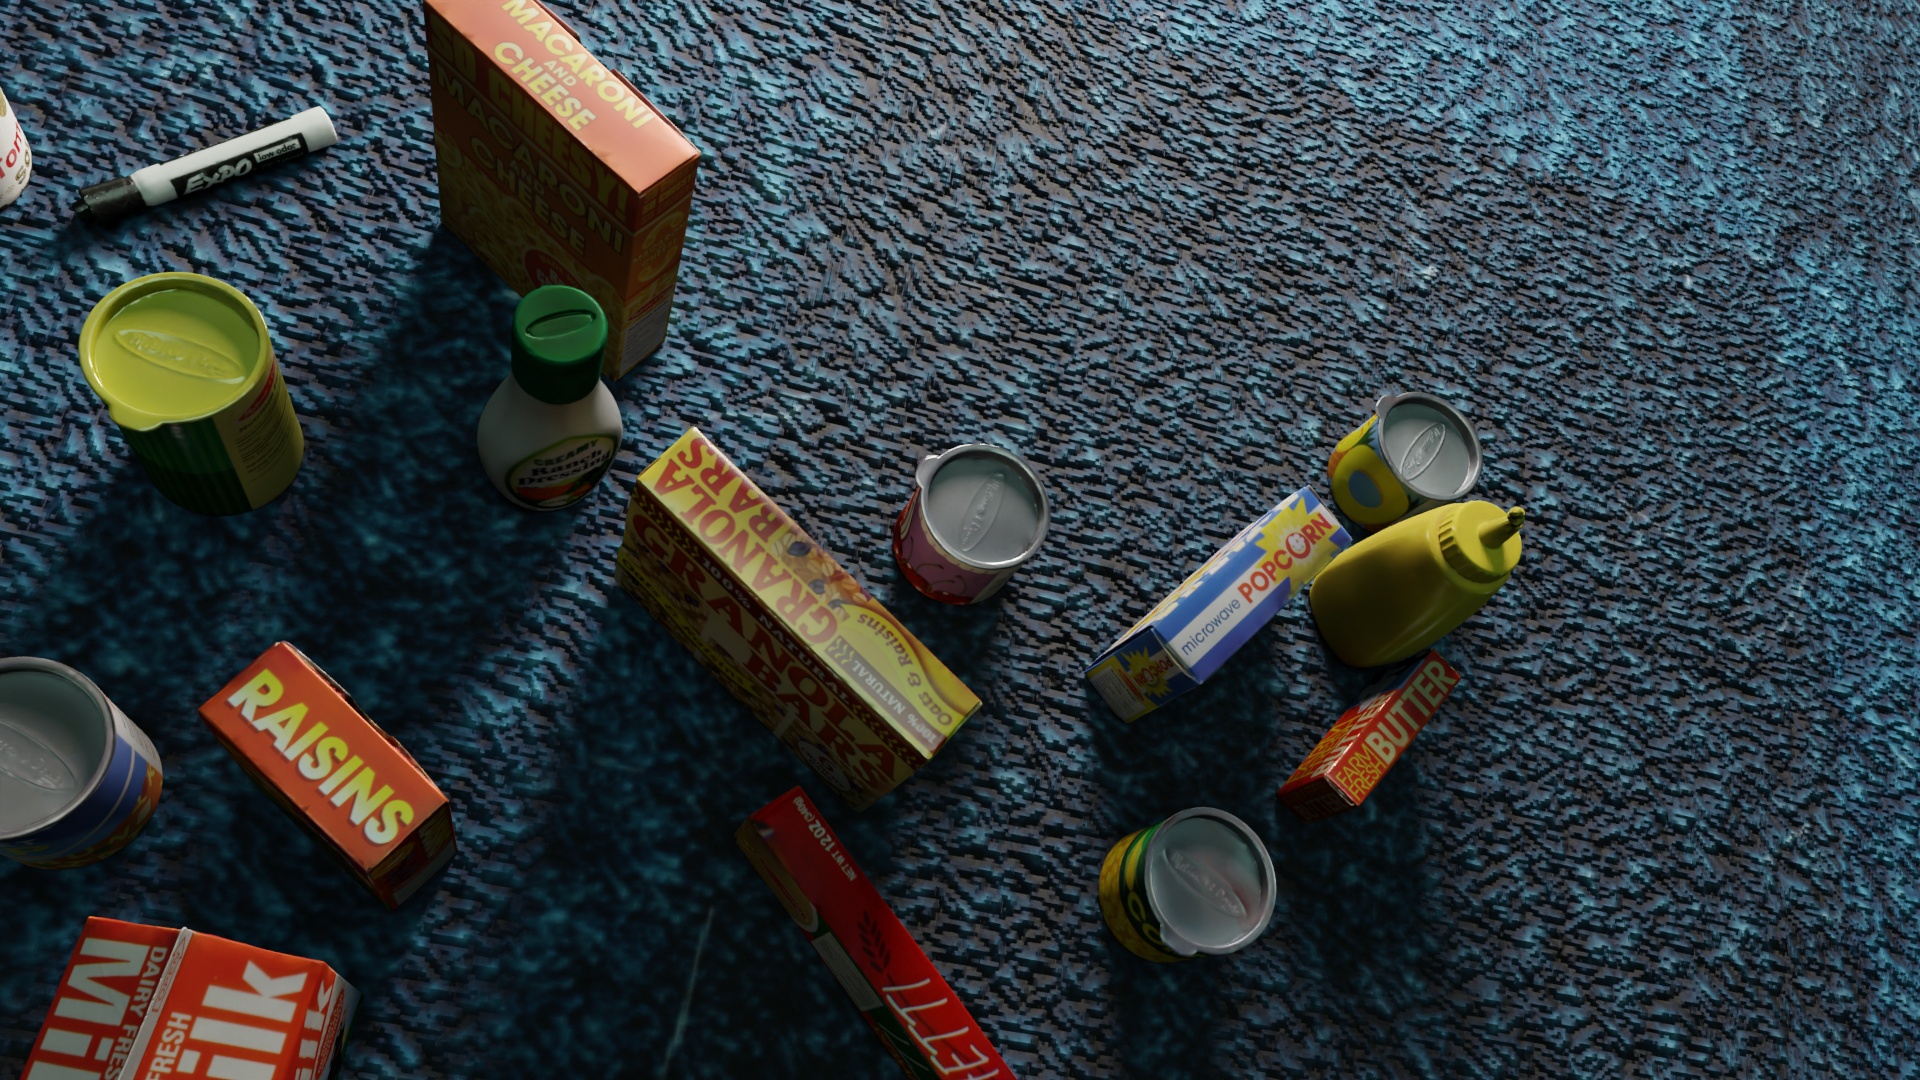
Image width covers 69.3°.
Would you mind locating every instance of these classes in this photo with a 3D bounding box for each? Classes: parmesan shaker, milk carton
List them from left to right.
[{"bbox_3d":[-0.255,0.174,0.464,0.073,0.189,0.072,15,65,-12],"label":"milk carton"},{"bbox_3d":[-0.321,-0.056,0.585,0.071,0.102,0.071,6,67,-16],"label":"parmesan shaker"}]

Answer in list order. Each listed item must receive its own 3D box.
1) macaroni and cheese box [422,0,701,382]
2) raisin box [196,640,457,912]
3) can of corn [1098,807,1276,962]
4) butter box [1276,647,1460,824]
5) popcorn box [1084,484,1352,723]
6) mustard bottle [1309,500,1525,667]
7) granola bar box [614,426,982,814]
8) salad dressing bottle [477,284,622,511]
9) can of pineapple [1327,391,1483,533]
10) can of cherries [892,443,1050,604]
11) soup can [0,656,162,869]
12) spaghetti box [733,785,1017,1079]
[{"bbox_3d":[-0.184,-0.161,0.636,0.124,0.165,0.040,43,63,2],"label":"macaroni and cheese box"},{"bbox_3d":[-0.239,0.096,0.539,0.086,0.123,0.040,44,63,2],"label":"raisin box"},{"bbox_3d":[0.105,0.167,0.658,0.071,0.058,0.071,6,67,-16],"label":"can of corn"},{"bbox_3d":[0.212,0.102,0.723,0.024,0.053,0.104,47,63,4],"label":"butter box"},{"bbox_3d":[0.130,0.034,0.705,0.127,0.085,0.038,-38,84,-27],"label":"popcorn box"},{"bbox_3d":[0.239,0.017,0.705,0.049,0.159,0.065,-17,76,-23],"label":"mustard bottle"},{"bbox_3d":[-0.079,0.042,0.612,0.165,0.123,0.039,44,63,2],"label":"granola bar box"},{"bbox_3d":[-0.178,-0.060,0.608,0.064,0.147,0.044,-20,77,-24],"label":"salad dressing bottle"},{"bbox_3d":[0.251,-0.044,0.792,0.071,0.057,0.071,6,67,-16],"label":"can of pineapple"},{"bbox_3d":[0.002,-0.009,0.696,0.071,0.058,0.072,6,67,-16],"label":"can of cherries"},{"bbox_3d":[-0.351,0.089,0.527,0.071,0.083,0.071,6,67,-16],"label":"soup can"},{"bbox_3d":[-0.012,0.218,0.604,0.029,0.050,0.250,-35,83,-26],"label":"spaghetti box"}]
